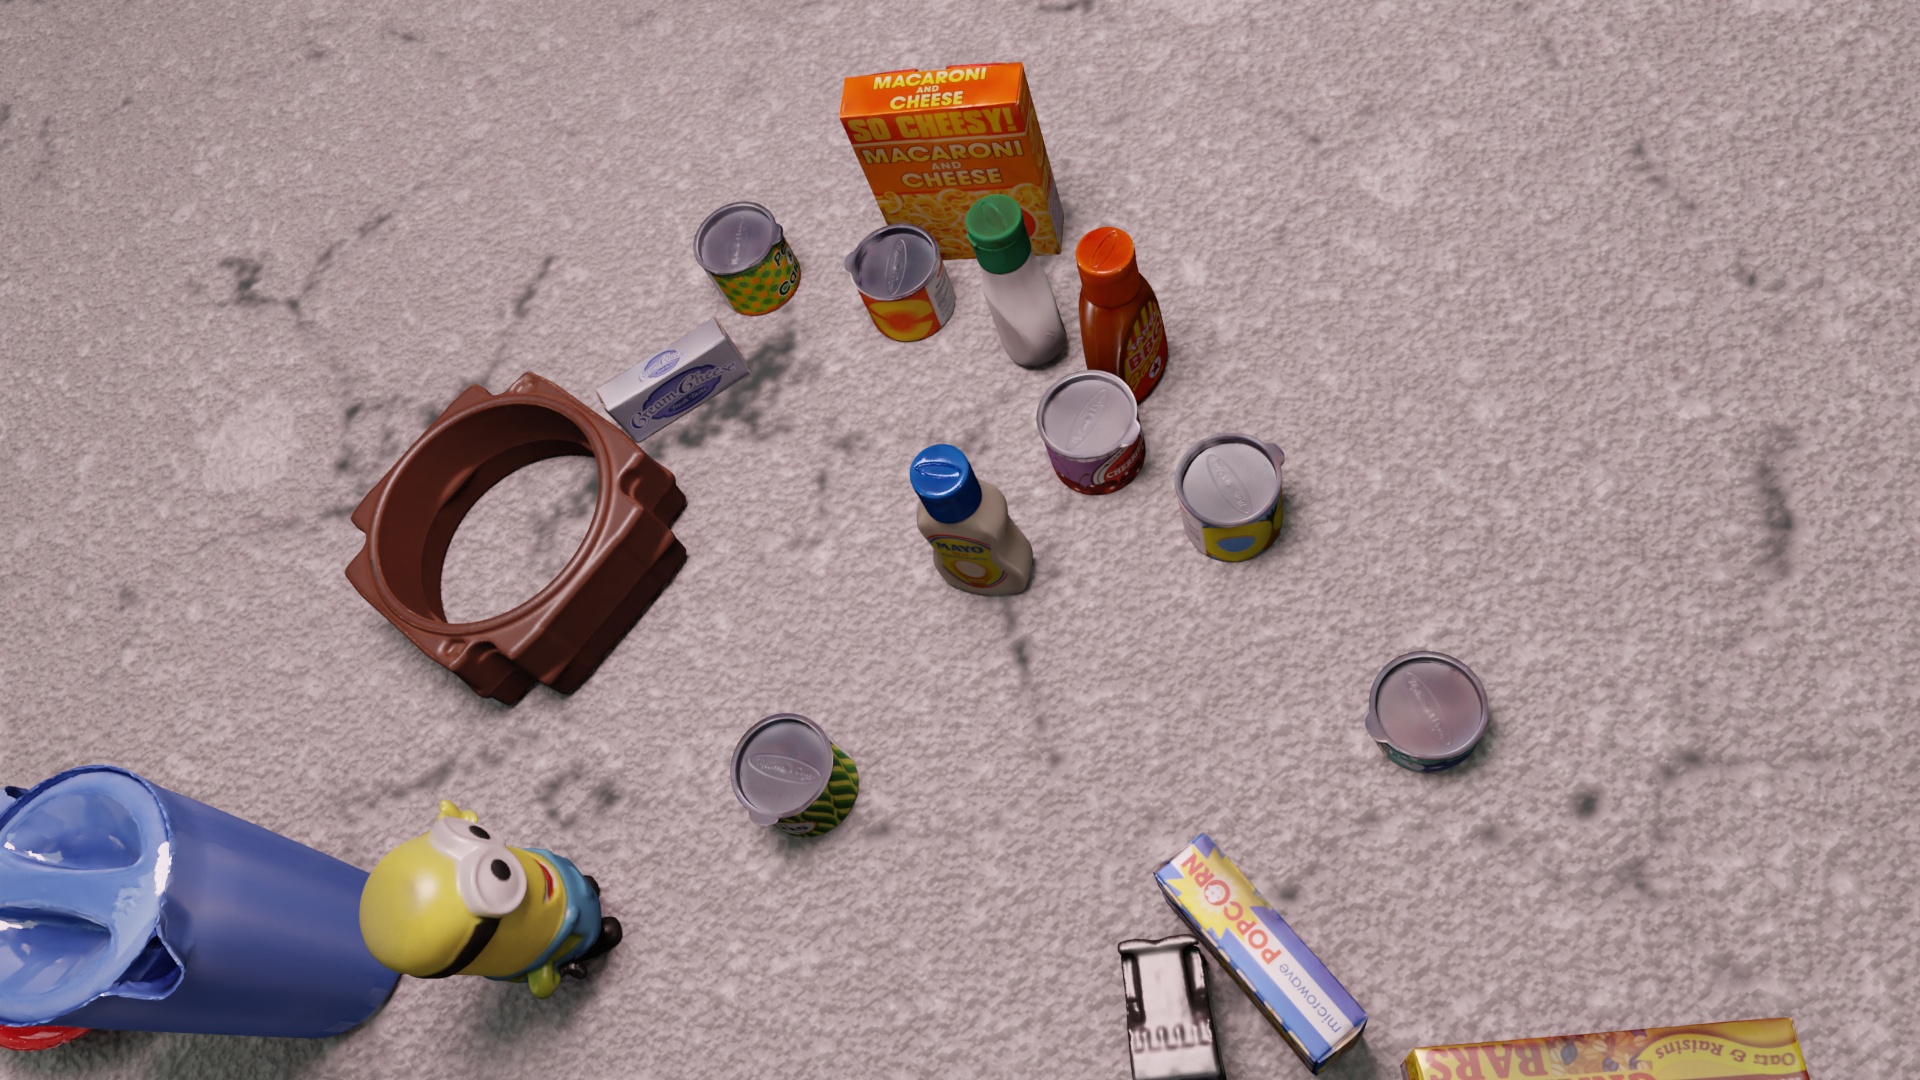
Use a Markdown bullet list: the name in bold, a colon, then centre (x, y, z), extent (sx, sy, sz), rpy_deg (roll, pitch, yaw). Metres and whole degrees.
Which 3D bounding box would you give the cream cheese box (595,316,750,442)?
- **cream cheese box**: centre (-0.211, -0.118, 1.026), extent (0.104, 0.053, 0.024), rpy_deg (-32, 62, -2)

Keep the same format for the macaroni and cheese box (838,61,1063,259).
- **macaroni and cheese box**: centre (-0.002, -0.262, 0.978), extent (0.124, 0.166, 0.040), rpy_deg (0, 66, 14)

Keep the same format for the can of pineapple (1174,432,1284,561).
- **can of pineapple**: centre (0.174, -0.027, 0.885), extent (0.071, 0.057, 0.071), rpy_deg (-5, 65, 12)

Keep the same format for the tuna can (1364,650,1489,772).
- **tuna can**: centre (0.271, 0.102, 0.815), extent (0.071, 0.032, 0.071), rpy_deg (-5, 64, 12)

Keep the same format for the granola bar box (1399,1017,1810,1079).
- **granola bar box**: centre (0.306, 0.265, 0.678), extent (0.165, 0.124, 0.039), rpy_deg (-9, 64, 10)

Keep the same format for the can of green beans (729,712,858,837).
- **can of green beans**: centre (-0.103, 0.148, 0.872), extent (0.071, 0.057, 0.071), rpy_deg (-5, 65, 12)

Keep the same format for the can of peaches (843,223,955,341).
- **can of peaches**: centre (-0.044, -0.188, 1.015), extent (0.071, 0.058, 0.071), rpy_deg (-5, 65, 12)

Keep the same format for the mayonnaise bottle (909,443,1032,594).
- **mayonnaise bottle**: centre (0.003, -0.011, 0.869), extent (0.065, 0.147, 0.041), rpy_deg (6, 68, 17)

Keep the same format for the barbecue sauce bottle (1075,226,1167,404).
- **barbecue sauce bottle**: centre (0.103, -0.147, 0.908), extent (0.044, 0.148, 0.065), rpy_deg (26, 74, 23)

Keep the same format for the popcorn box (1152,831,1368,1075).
- **popcorn box**: centre (0.163, 0.225, 0.754), extent (0.038, 0.085, 0.127), rpy_deg (-39, 63, -5)

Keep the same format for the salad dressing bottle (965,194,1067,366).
- **salad dressing bottle**: centre (0.037, -0.174, 0.937), extent (0.044, 0.147, 0.064), rpy_deg (-33, 62, -2)

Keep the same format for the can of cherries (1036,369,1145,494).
- **can of cherries**: centre (0.090, -0.069, 0.926), extent (0.071, 0.058, 0.072), rpy_deg (-5, 65, 12)

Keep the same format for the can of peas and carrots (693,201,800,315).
- **can of peas and carrots**: centre (-0.159, -0.214, 1.055), extent (0.071, 0.058, 0.071), rpy_deg (-5, 65, 12)
